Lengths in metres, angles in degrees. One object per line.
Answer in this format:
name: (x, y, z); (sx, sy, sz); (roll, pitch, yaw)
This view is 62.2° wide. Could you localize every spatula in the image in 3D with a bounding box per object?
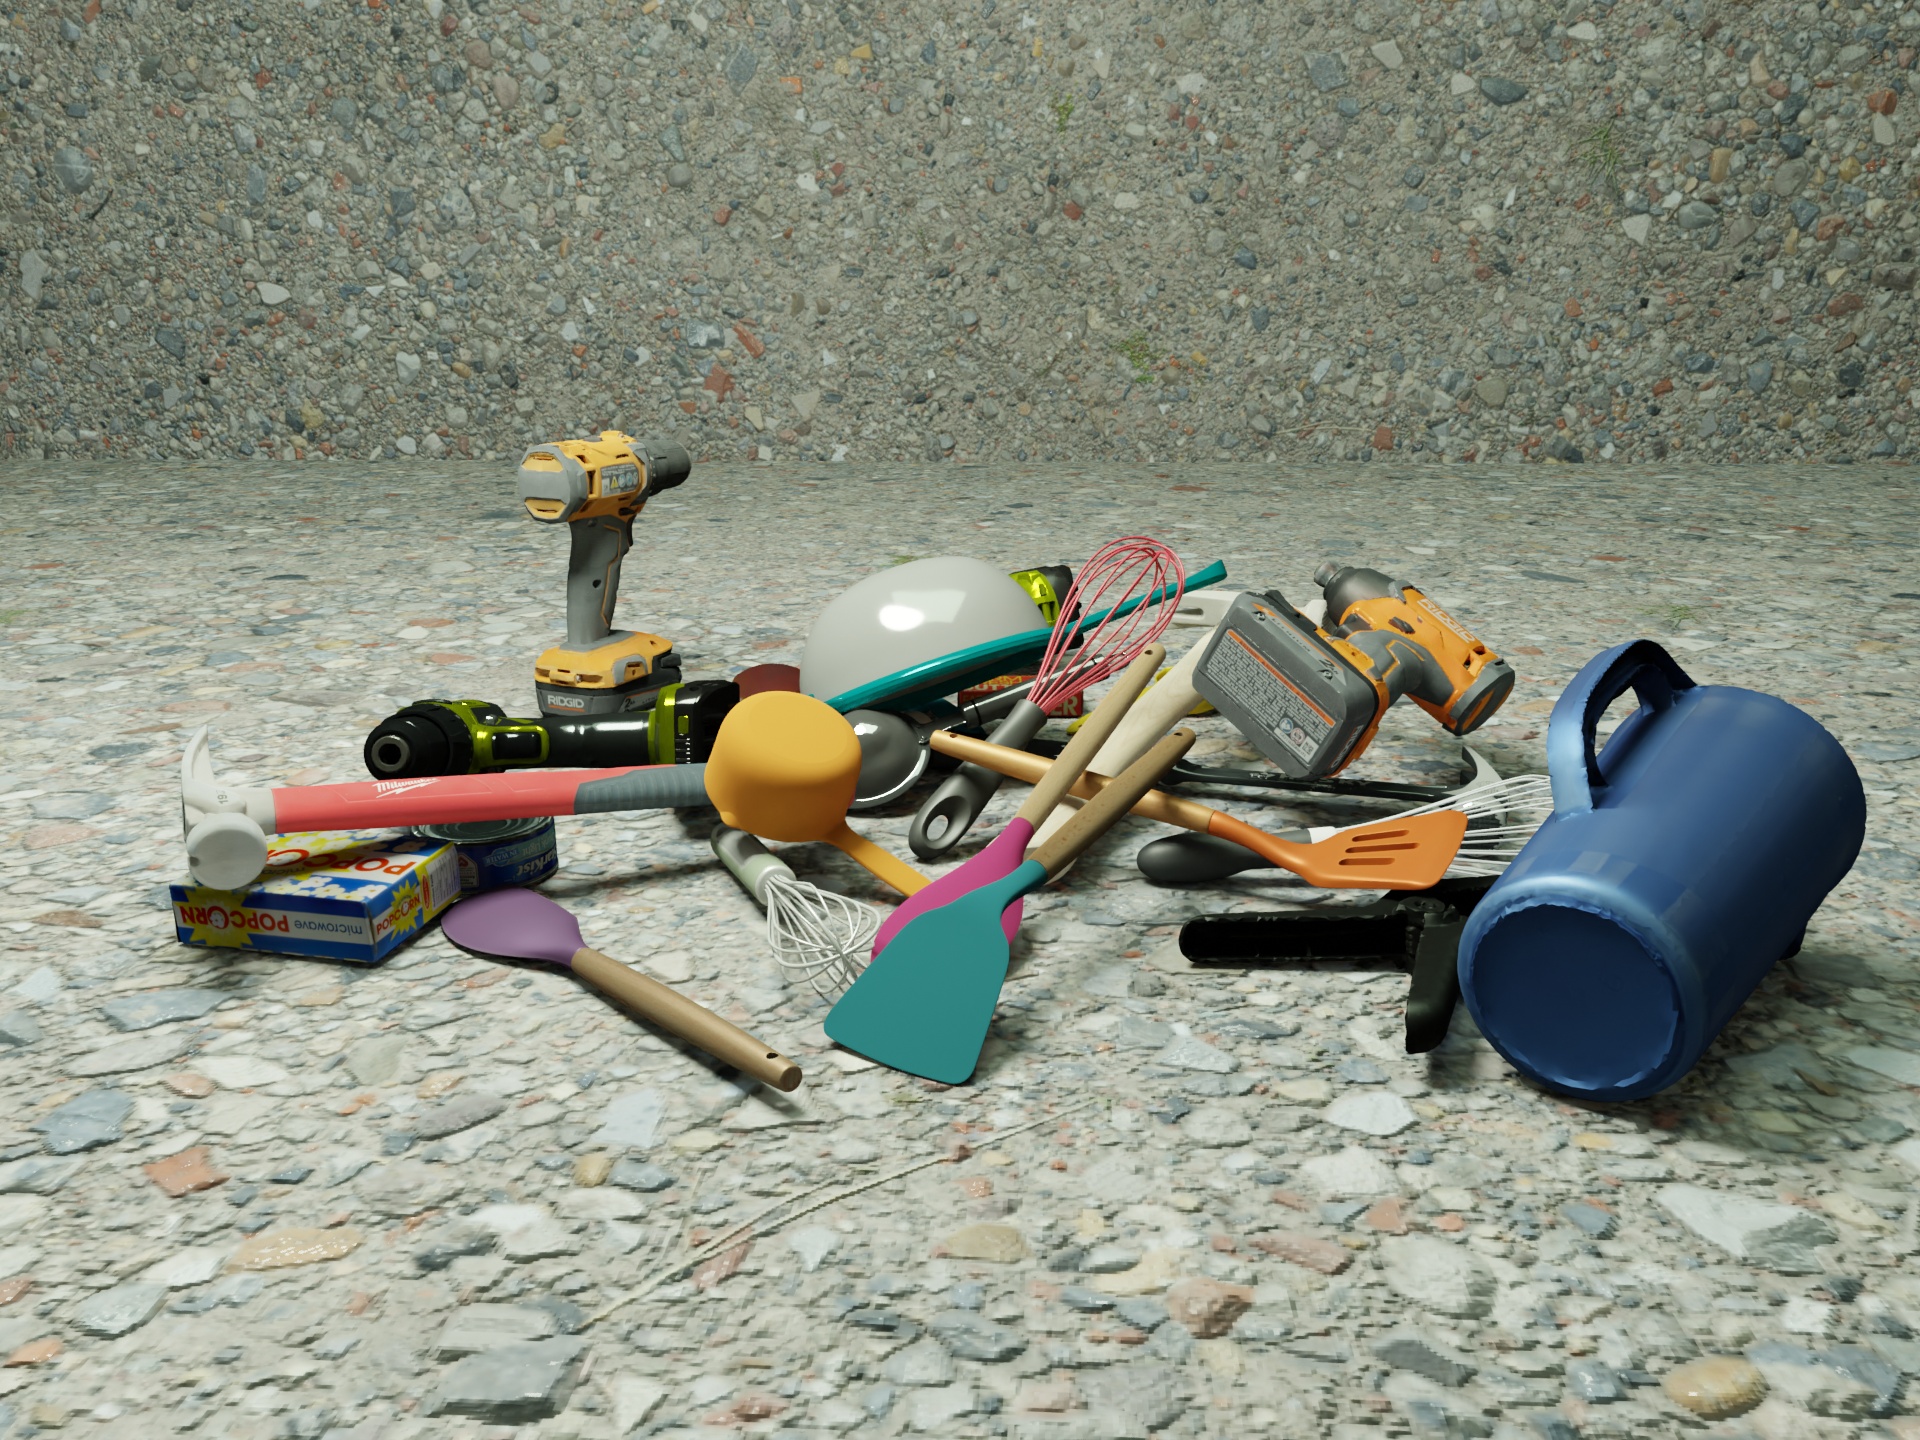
spatula: (-0.179, 0.129, 0.800); (0.060, 0.018, 0.316); (-22, 24, -38)
spatula: (0.125, 0.045, 0.926); (0.323, 0.041, 0.081); (16, 34, 24)
spatula: (0.051, 0.078, 0.839); (0.082, 0.044, 0.317); (13, 30, 31)

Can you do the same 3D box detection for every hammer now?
hammer: (0.167, 0.034, 1.104); (0.409, 0.036, 0.149); (5, 16, 19)
hammer: (0.121, -0.001, 1.090); (0.146, 0.038, 0.411); (7, 29, 31)
hammer: (-0.245, 0.037, 0.937); (0.386, 0.038, 0.143); (-3, 23, -28)

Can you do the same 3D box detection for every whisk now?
whisk: (0.057, -0.019, 1.045); (0.073, 0.073, 0.296); (14, 53, 41)
whisk: (0.246, 0.072, 0.937); (0.284, 0.070, 0.070); (-5, 16, 2)
whisk: (-0.101, 0.094, 0.883); (0.058, 0.059, 0.246); (-34, 21, -13)

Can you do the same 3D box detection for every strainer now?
strainer: (-0.002, -0.003, 1.090); (0.258, 0.050, 0.087); (-20, 47, -10)
strainer: (0.025, -0.087, 1.178); (0.340, 0.095, 0.211); (-20, -3, -2)

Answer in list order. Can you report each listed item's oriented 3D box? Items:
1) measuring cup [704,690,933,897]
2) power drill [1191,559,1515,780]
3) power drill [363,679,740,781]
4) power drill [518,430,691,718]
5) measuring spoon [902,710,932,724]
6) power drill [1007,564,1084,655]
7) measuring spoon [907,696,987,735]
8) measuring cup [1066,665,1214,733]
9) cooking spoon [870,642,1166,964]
measuring cup: (-0.068, 0.045, 0.918); (0.174, 0.052, 0.095); (33, 37, 17)
power drill: (0.261, -0.046, 1.086); (0.226, 0.084, 0.164); (-14, 50, -44)
power drill: (-0.265, 0.016, 1.048); (0.228, 0.080, 0.190); (-2, 1, -3)
power drill: (-0.283, -0.126, 1.323); (0.084, 0.226, 0.185); (7, 17, 24)
measuring spoon: (-0.048, 0.014, 1.206); (0.034, 0.018, 0.124); (4, 17, 13)
power drill: (-0.018, -0.079, 1.411); (0.223, 0.080, 0.171); (-13, 5, -30)
measuring spoon: (-0.013, -0.001, 1.275); (0.042, 0.021, 0.129); (-20, 32, -22)
measuring cup: (0.150, -0.008, 1.288); (0.156, 0.029, 0.062); (-23, 25, -28)
cooking spoon: (0.047, 0.045, 0.907); (0.069, 0.017, 0.319); (15, 42, 26)
